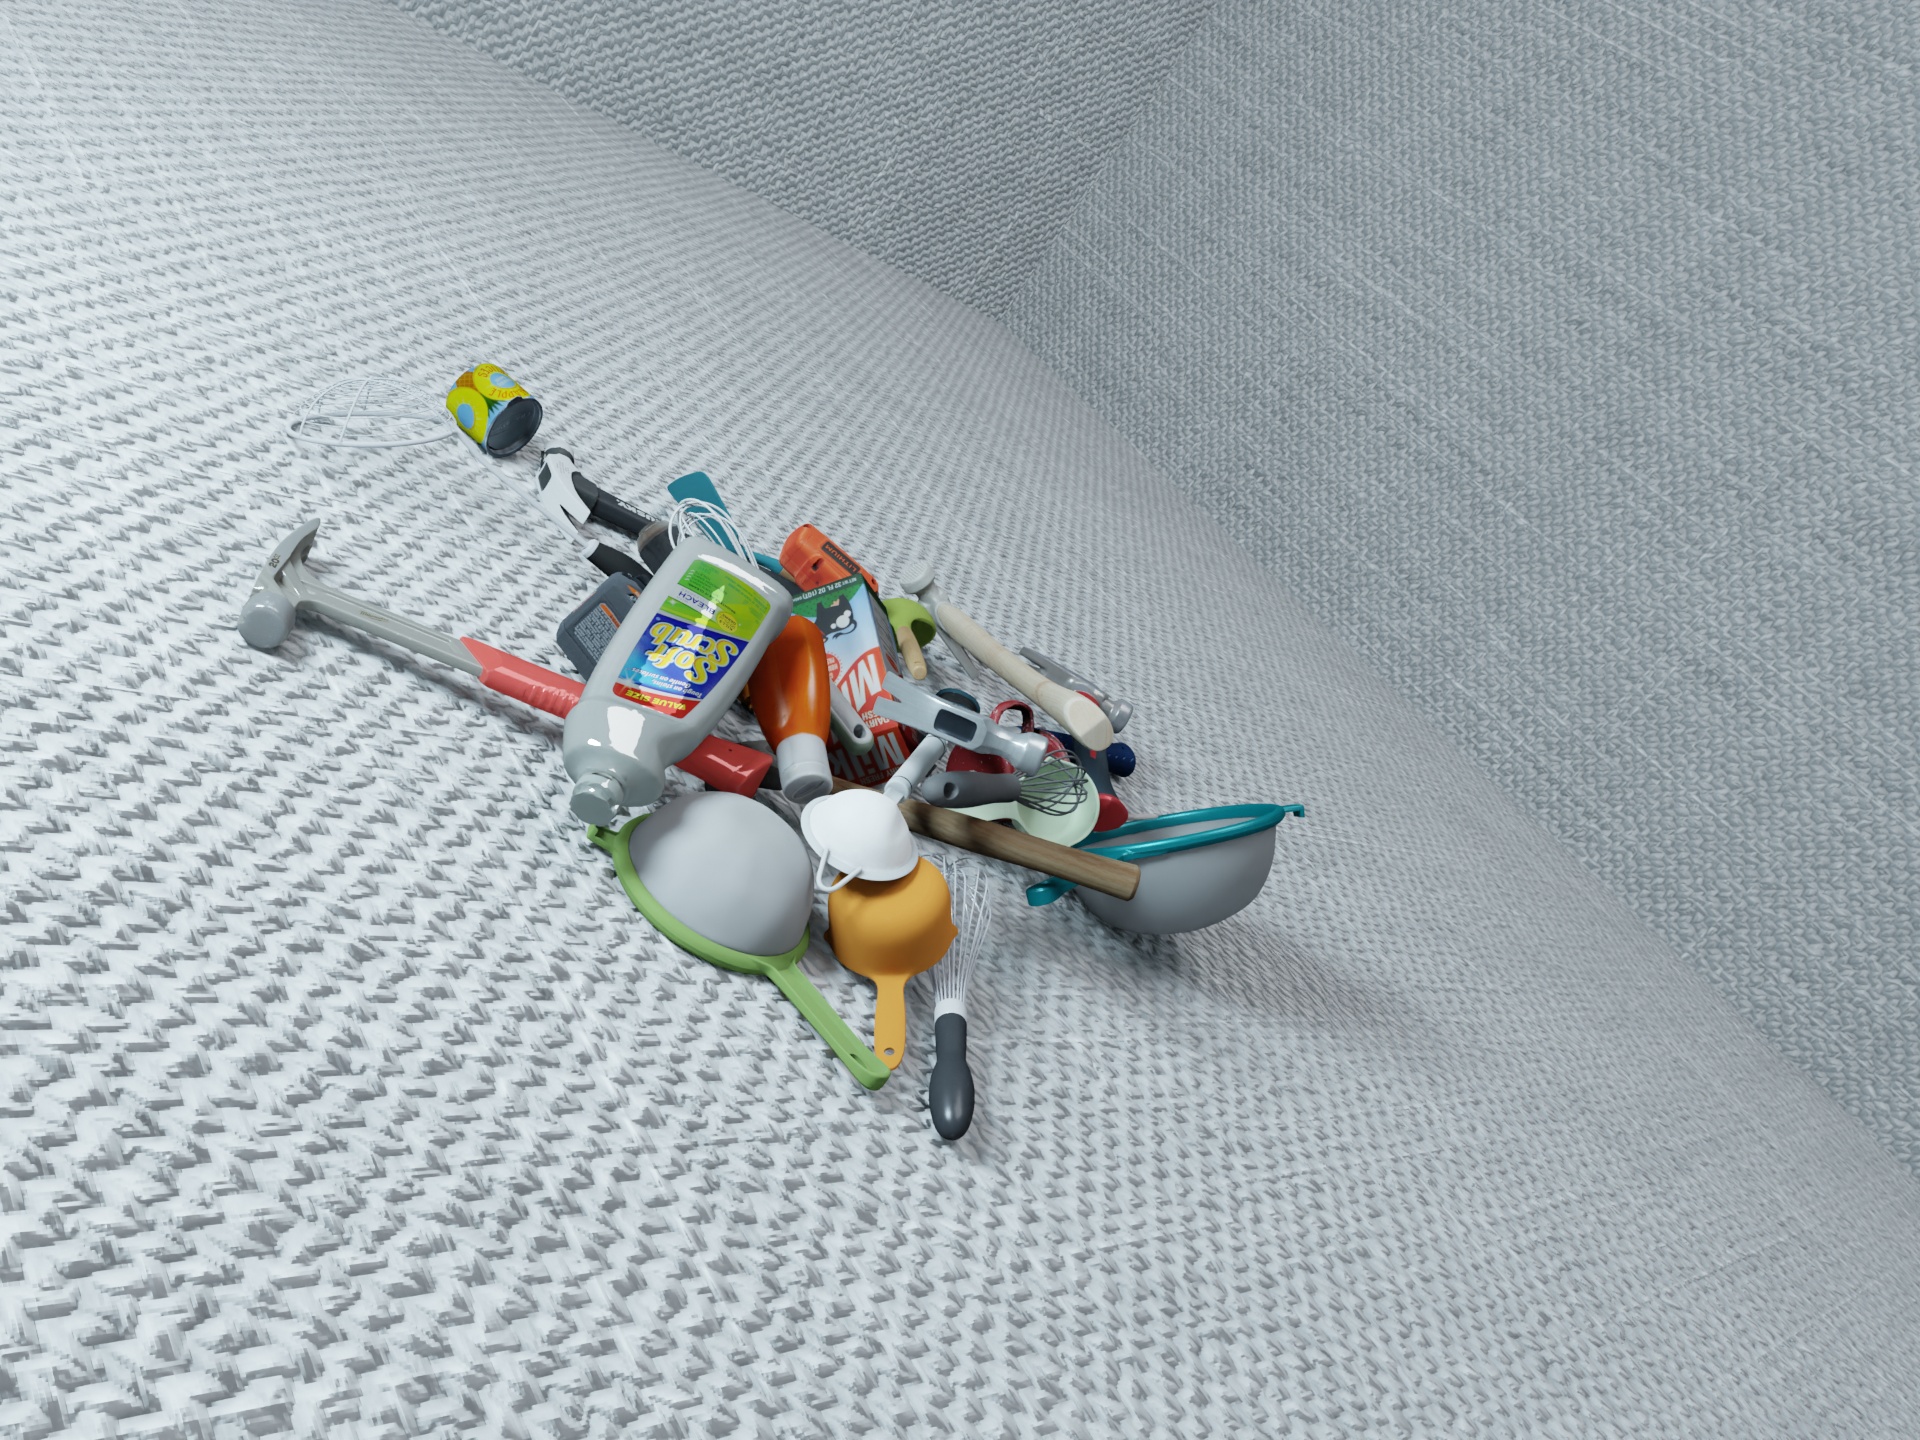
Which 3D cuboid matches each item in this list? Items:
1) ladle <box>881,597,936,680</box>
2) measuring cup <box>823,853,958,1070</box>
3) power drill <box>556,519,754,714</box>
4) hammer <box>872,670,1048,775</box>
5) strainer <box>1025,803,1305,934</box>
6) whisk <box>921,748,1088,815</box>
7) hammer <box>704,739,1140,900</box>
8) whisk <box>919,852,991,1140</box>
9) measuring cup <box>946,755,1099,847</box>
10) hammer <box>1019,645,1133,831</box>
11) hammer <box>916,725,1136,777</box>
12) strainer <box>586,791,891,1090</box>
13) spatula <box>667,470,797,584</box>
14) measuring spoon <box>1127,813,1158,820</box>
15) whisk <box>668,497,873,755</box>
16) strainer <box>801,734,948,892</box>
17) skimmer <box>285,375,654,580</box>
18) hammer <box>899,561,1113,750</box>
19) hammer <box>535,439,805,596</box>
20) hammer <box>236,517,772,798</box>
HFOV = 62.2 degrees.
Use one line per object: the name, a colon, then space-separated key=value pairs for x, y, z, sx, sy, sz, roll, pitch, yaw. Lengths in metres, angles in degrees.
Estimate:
ladle: x=-0.051 y=-0.065 z=1.490 sx=0.078 sy=0.062 sz=0.320 roll=-3 pitch=14 yaw=-5
measuring cup: x=-0.048 y=0.155 z=1.074 sx=0.095 sy=0.052 sz=0.174 roll=-2 pitch=35 yaw=-1
power drill: x=-0.229 y=-0.078 z=1.267 sx=0.185 sy=0.084 sz=0.226 roll=52 pitch=19 yaw=3
hammer: x=-0.002 y=-0.004 z=1.289 sx=0.128 sy=0.033 sz=0.331 roll=21 pitch=3 yaw=-2
strainer: x=0.157 y=0.147 z=1.367 sx=0.340 sy=0.211 sz=0.095 roll=-14 pitch=94 yaw=-56
whisk: x=0.038 y=0.050 z=1.239 sx=0.055 sy=0.055 sz=0.239 roll=45 pitch=21 yaw=23
hammer: x=-0.024 y=0.076 z=1.219 sx=0.331 sy=0.031 sz=0.130 roll=17 pitch=14 yaw=2
whisk: x=-0.006 y=0.188 z=1.119 sx=0.070 sy=0.070 sz=0.285 roll=30 pitch=26 yaw=-18
measuring cup: x=0.036 y=0.078 z=1.372 sx=0.167 sy=0.083 sz=0.038 roll=-5 pitch=-10 yaw=-13
hammer: x=0.116 y=0.018 z=1.591 sx=0.143 sy=0.038 sz=0.386 roll=29 pitch=16 yaw=-7
hammer: x=0.053 y=0.019 z=1.615 sx=0.405 sy=0.035 sz=0.144 roll=13 pitch=30 yaw=-48
strainer: x=-0.118 y=0.128 z=1.041 sx=0.257 sy=0.069 sz=0.151 roll=45 pitch=21 yaw=26
spatula: x=-0.160 y=-0.155 z=1.635 sx=0.317 sy=0.044 sz=0.082 roll=28 pitch=-21 yaw=-31
measuring spoon: x=0.123 y=0.098 z=1.486 sx=0.124 sy=0.018 sz=0.034 roll=-4 pitch=3 yaw=5
whisk: x=-0.147 y=-0.073 z=1.258 sx=0.058 sy=0.059 sz=0.246 roll=-40 pitch=94 yaw=-38
strainer: x=-0.048 y=0.051 z=1.157 sx=0.087 sy=0.050 sz=0.258 roll=29 pitch=24 yaw=4
skimmer: x=-0.374 y=-0.160 z=1.318 sx=0.363 sy=0.090 sz=0.127 roll=39 pitch=9 yaw=-23
hammer: x=0.052 y=-0.045 z=1.544 sx=0.146 sy=0.038 sz=0.411 roll=53 pitch=-5 yaw=-28
hammer: x=-0.245 y=-0.157 z=1.518 sx=0.334 sy=0.035 sz=0.146 roll=25 pitch=22 yaw=-29
hammer: x=-0.300 y=-0.031 z=1.099 sx=0.359 sy=0.036 sz=0.149 roll=23 pitch=23 yaw=-17
